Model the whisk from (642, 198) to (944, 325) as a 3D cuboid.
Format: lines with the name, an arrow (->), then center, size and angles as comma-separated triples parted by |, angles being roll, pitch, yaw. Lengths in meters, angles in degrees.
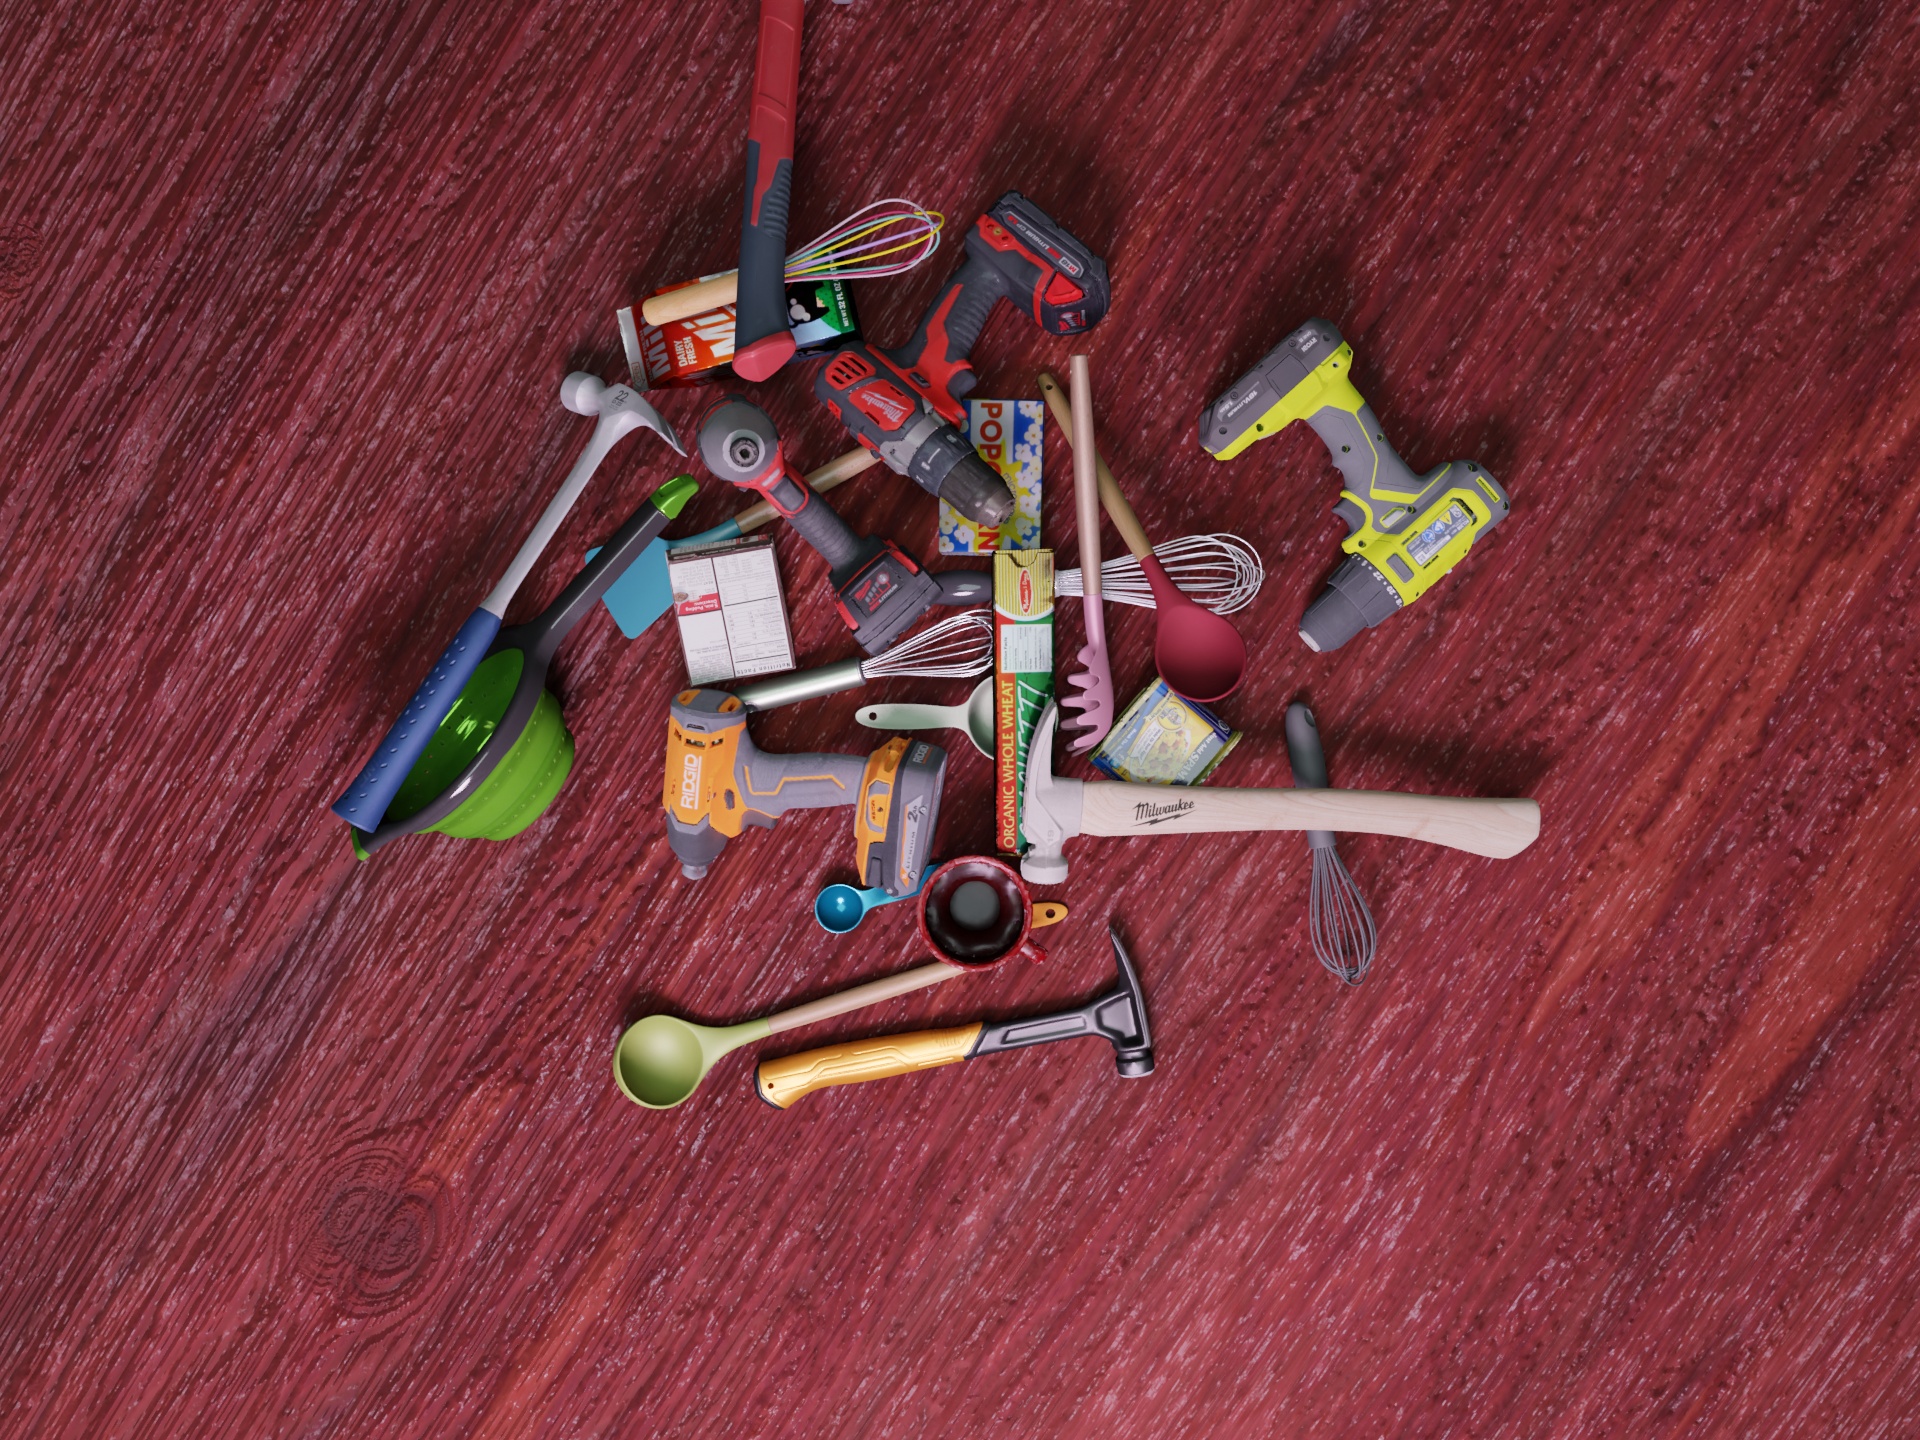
whisk -> -0.129, -0.350, 1.229 | 0.245, 0.051, 0.047 | -15, 70, 8

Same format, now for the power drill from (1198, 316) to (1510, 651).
power drill -> 0.298, -0.186, 1.275 | 0.190, 0.080, 0.228 | -42, 94, 5

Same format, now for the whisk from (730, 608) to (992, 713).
whisk -> -0.075, -0.044, 1.322 | 0.246, 0.057, 0.059 | -14, 59, 7

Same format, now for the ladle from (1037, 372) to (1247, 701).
ladle -> 0.135, -0.149, 1.263 | 0.069, 0.031, 0.316 | -28, 73, 4

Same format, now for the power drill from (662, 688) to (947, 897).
power drill -> -0.135, 0.073, 1.309 | 0.226, 0.084, 0.164 | 12, 112, 6

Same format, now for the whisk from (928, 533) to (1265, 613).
whisk -> 0.105, -0.114, 1.303 | 0.284, 0.070, 0.070 | -2, 94, 8

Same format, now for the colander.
colander -> -0.326, -0.029, 1.288 | 0.397, 0.205, 0.094 | -47, 123, 3

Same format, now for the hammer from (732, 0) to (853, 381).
hammer -> -0.161, -0.434, 1.218 | 0.143, 0.038, 0.387 | 1, 69, 3

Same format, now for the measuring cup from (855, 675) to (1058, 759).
measuring cup -> -0.002, -0.004, 1.323 | 0.167, 0.038, 0.083 | 0, 95, 5

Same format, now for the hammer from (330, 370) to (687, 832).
hammer -> -0.361, -0.092, 1.251 | 0.144, 0.035, 0.405 | 24, 79, 36

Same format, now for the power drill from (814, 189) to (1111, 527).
power drill -> 0.021, -0.278, 1.249 | 0.188, 0.080, 0.227 | 42, 86, 11

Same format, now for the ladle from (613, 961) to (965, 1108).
ladle -> -0.137, 0.250, 1.340 | 0.320, 0.062, 0.078 | -18, 85, 1

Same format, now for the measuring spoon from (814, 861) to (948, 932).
measuring spoon -> -0.062, 0.144, 1.350 | 0.128, 0.021, 0.042 | -18, 96, -5

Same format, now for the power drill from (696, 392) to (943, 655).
power drill -> -0.117, -0.160, 1.240 | 0.078, 0.143, 0.219 | -43, 110, 3

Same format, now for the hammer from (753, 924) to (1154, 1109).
hammer -> -0.012, 0.267, 1.345 | 0.337, 0.034, 0.127 | -12, 95, 4

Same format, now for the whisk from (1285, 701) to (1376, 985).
whisk -> 0.302, 0.101, 1.314 | 0.055, 0.055, 0.239 | -11, 89, 3

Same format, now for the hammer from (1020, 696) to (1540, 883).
hammer -> 0.255, 0.062, 1.260 | 0.410, 0.038, 0.146 | 2, 105, -4

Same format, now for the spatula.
spatula -> -0.162, -0.176, 1.324 | 0.317, 0.044, 0.082 | -28, 93, 0

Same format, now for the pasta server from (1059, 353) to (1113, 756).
pasta server -> 0.095, -0.126, 1.250 | 0.040, 0.060, 0.316 | -7, 106, -7

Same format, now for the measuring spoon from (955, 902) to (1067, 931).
measuring spoon -> 0.033, 0.171, 1.346 | 0.117, 0.011, 0.021 | -10, 94, 3
